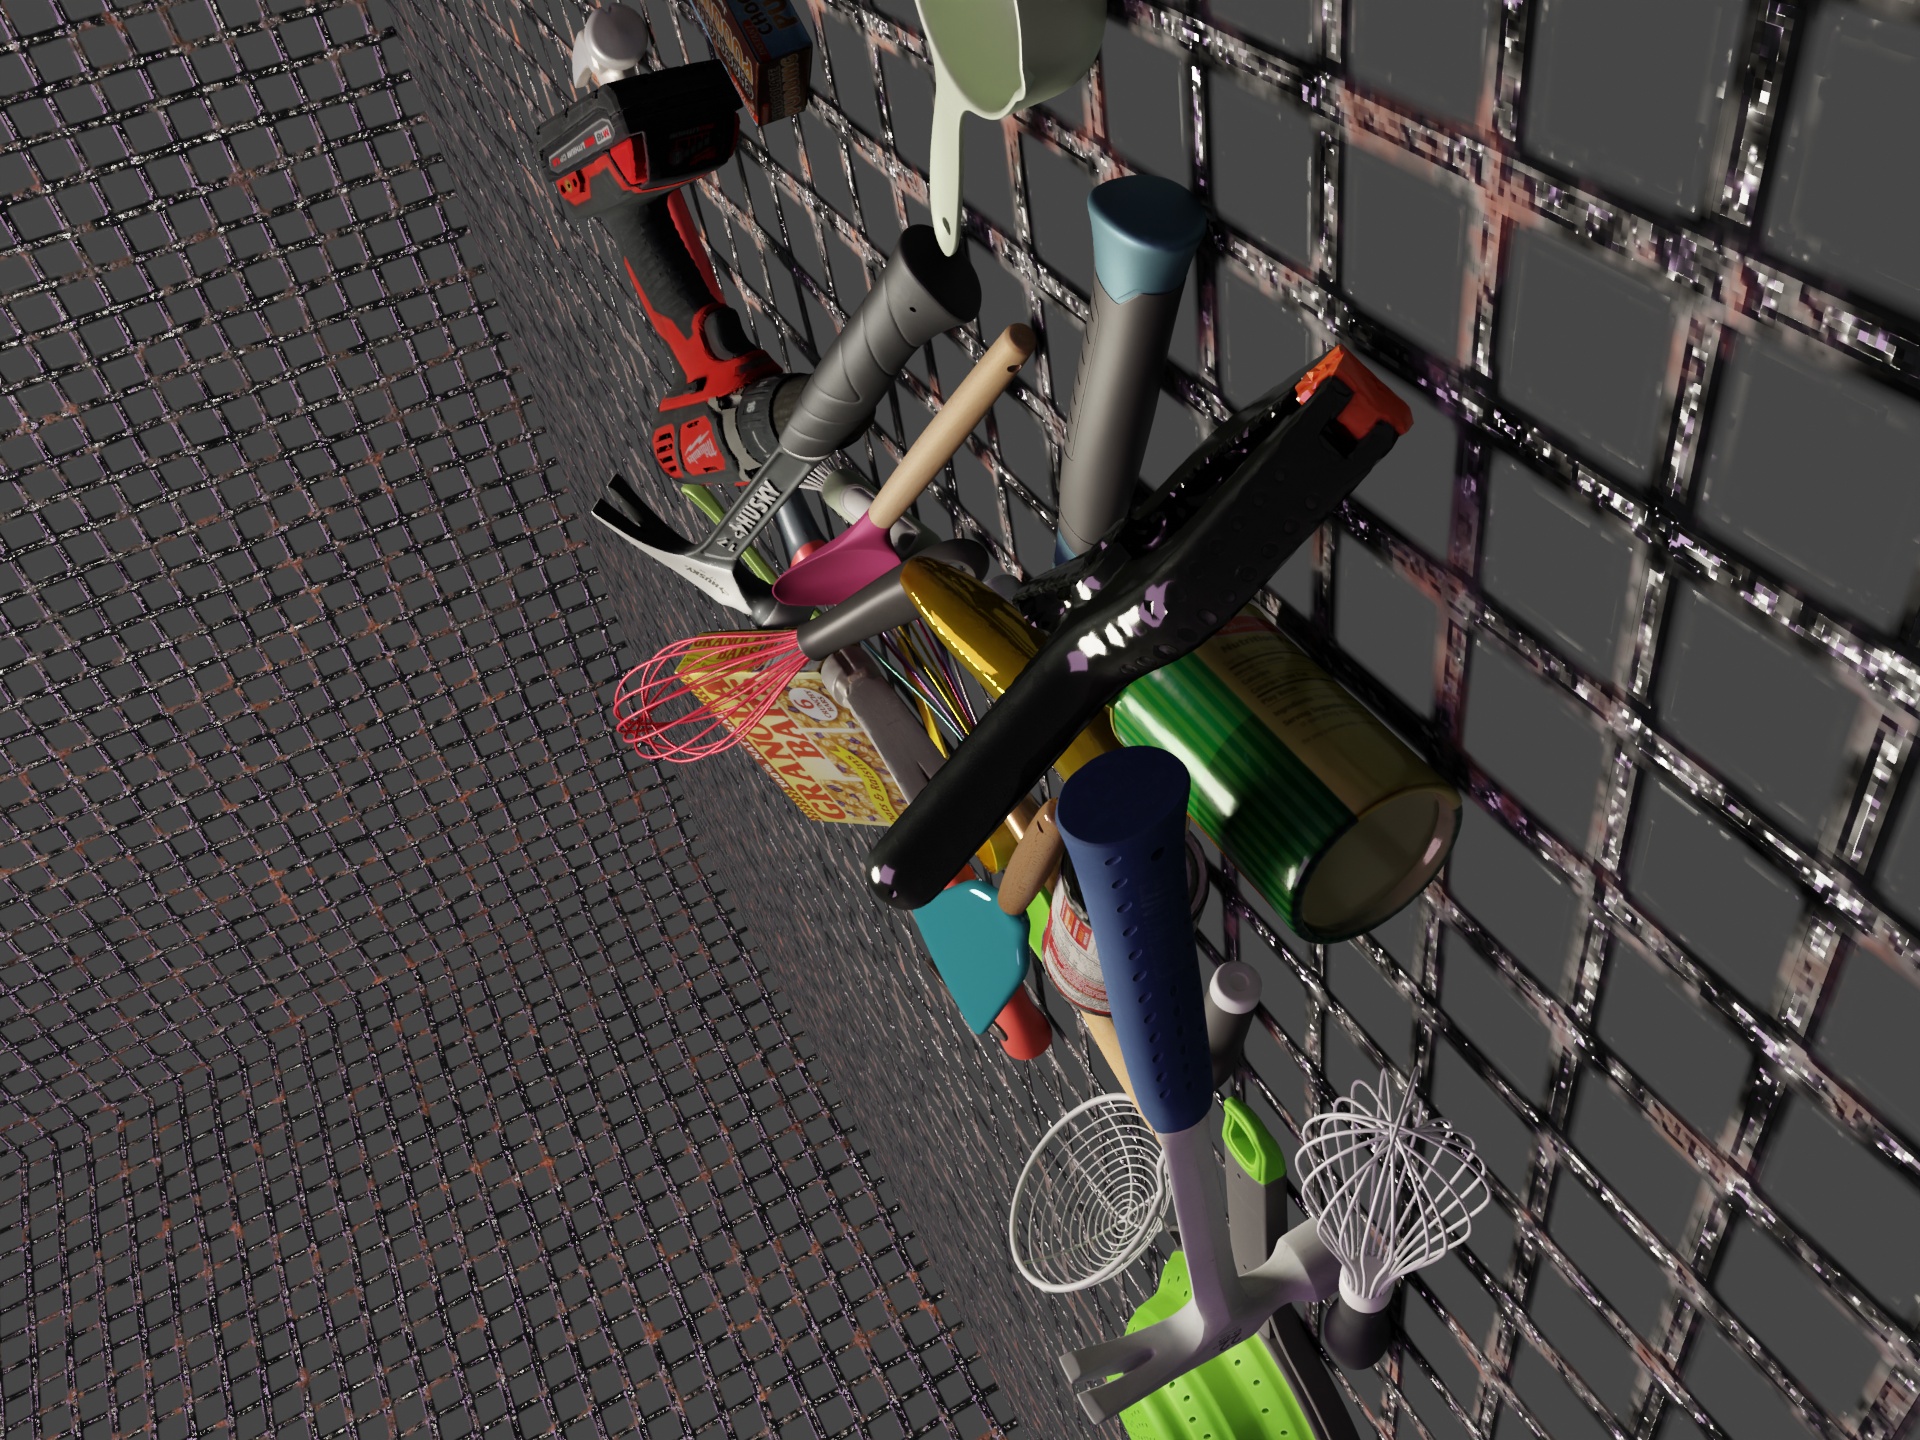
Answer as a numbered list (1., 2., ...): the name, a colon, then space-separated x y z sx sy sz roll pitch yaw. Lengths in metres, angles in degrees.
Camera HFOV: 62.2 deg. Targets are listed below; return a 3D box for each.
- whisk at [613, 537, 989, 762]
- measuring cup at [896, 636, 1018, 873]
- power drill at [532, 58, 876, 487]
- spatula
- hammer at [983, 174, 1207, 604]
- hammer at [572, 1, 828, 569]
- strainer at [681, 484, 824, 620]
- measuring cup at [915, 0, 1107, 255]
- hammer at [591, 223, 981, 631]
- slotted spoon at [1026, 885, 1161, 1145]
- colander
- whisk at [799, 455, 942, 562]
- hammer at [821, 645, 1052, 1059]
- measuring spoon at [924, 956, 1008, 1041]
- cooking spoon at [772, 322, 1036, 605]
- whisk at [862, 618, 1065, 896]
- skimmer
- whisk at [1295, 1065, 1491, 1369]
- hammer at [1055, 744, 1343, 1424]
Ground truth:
1. whisk: -0.097 -0.038 0.891 0.296 0.073 0.073 -23 92 37
2. measuring cup: 0.001 0.017 0.976 0.156 0.029 0.062 68 166 1
3. power drill: -0.137 -0.243 0.891 0.188 0.080 0.226 3 117 52
4. spatula: 0.019 0.086 0.751 0.082 0.044 0.317 62 169 14
5. hammer: 0.050 -0.081 0.621 0.128 0.033 0.330 60 165 23
6. hammer: -0.173 -0.277 1.092 0.386 0.038 0.143 69 167 -14
7. strainer: -0.128 -0.051 1.117 0.256 0.069 0.151 52 169 -13
8. measuring cup: 0.012 -0.214 0.532 0.083 0.038 0.167 61 167 16
9. hammer: -0.089 -0.142 0.827 0.149 0.036 0.409 31 156 -13
10. slotted spoon: 0.071 0.149 0.830 0.314 0.031 0.070 -125 13 -75
11. colander: 0.138 0.348 0.885 0.205 0.094 0.396 51 160 45
12. whisk: -0.076 -0.143 0.954 0.059 0.058 0.247 32 -173 -41
13. hammer: 0.006 0.115 0.989 0.149 0.036 0.358 53 169 44
14. measuring spoon: 0.009 0.183 1.051 0.034 0.018 0.124 58 167 -22
15. cooking spoon: -0.030 -0.111 0.775 0.319 0.068 0.017 143 122 -64
16. whisk: -0.002 -0.003 0.924 0.245 0.051 0.047 58 159 16
17. skimmer: 0.086 0.211 0.855 0.090 0.127 0.363 16 146 8
18. whisk: 0.169 0.222 0.655 0.070 0.070 0.284 55 167 36
19. hammer: 0.081 0.159 0.611 0.035 0.144 0.405 53 166 42
